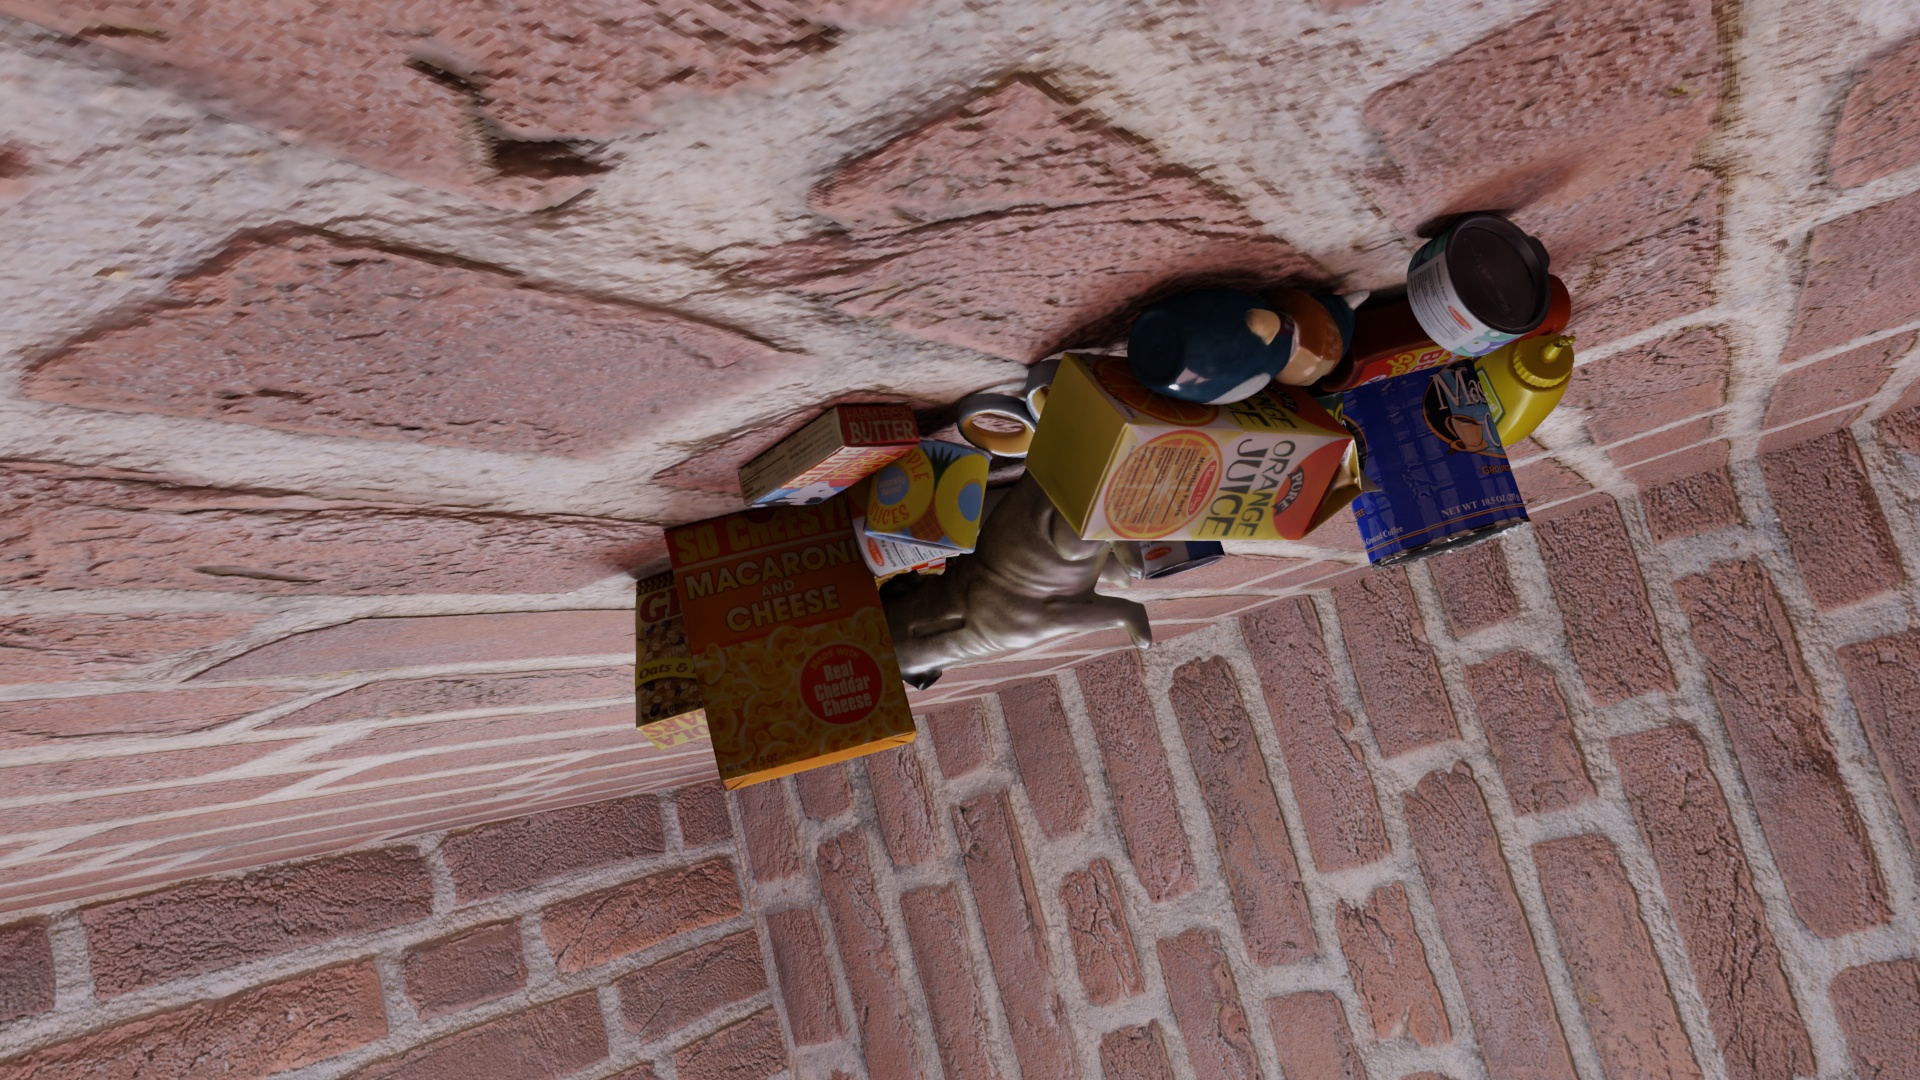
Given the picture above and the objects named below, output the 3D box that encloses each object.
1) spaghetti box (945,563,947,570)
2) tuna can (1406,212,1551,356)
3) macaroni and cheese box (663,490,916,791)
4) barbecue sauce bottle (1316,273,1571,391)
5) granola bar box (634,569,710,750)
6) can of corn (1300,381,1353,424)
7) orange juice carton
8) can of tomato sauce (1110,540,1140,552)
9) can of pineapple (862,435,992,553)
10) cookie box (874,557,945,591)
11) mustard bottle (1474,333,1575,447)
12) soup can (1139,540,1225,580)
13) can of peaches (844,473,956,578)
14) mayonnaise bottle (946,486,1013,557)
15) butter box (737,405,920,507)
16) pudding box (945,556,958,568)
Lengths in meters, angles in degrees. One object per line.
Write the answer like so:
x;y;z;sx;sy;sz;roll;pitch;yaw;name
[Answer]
0.103;-0.006;1.232;0.250;0.029;0.050;-18;169;11;spaghetti box
0.263;-0.130;0.702;0.071;0.071;0.032;-11;169;-25;tuna can
-0.109;0.060;0.881;0.124;0.167;0.040;-13;163;-11;macaroni and cheese box
0.283;-0.125;0.816;0.149;0.044;0.064;-14;172;-11;barbecue sauce bottle
-0.144;0.063;0.963;0.165;0.125;0.039;-17;143;9;granola bar box
0.205;-0.072;0.861;0.071;0.058;0.071;-2;-156;1;can of corn
0.140;-0.049;0.755;0.193;0.072;0.072;0;126;-29;orange juice carton
0.094;-0.010;1.082;0.071;0.071;0.083;-8;168;-35;can of tomato sauce
-0.020;-0.027;0.794;0.071;0.058;0.071;10;176;1;can of pineapple
-0.076;0.027;1.118;0.123;0.040;0.167;-14;169;-5;cookie box
0.404;-0.116;1.005;0.049;0.065;0.159;-20;164;-5;mustard bottle
0.170;-0.017;1.115;0.071;0.084;0.071;-15;170;-3;soup can
-0.034;-0.018;0.870;0.058;0.071;0.071;-18;169;9;can of peaches
0.004;-0.013;1.018;0.148;0.041;0.064;-7;160;-32;mayonnaise bottle
-0.074;-0.045;0.768;0.053;0.024;0.103;-5;166;-42;butter box
0.015;0.011;1.135;0.030;0.050;0.084;-18;170;21;pudding box
